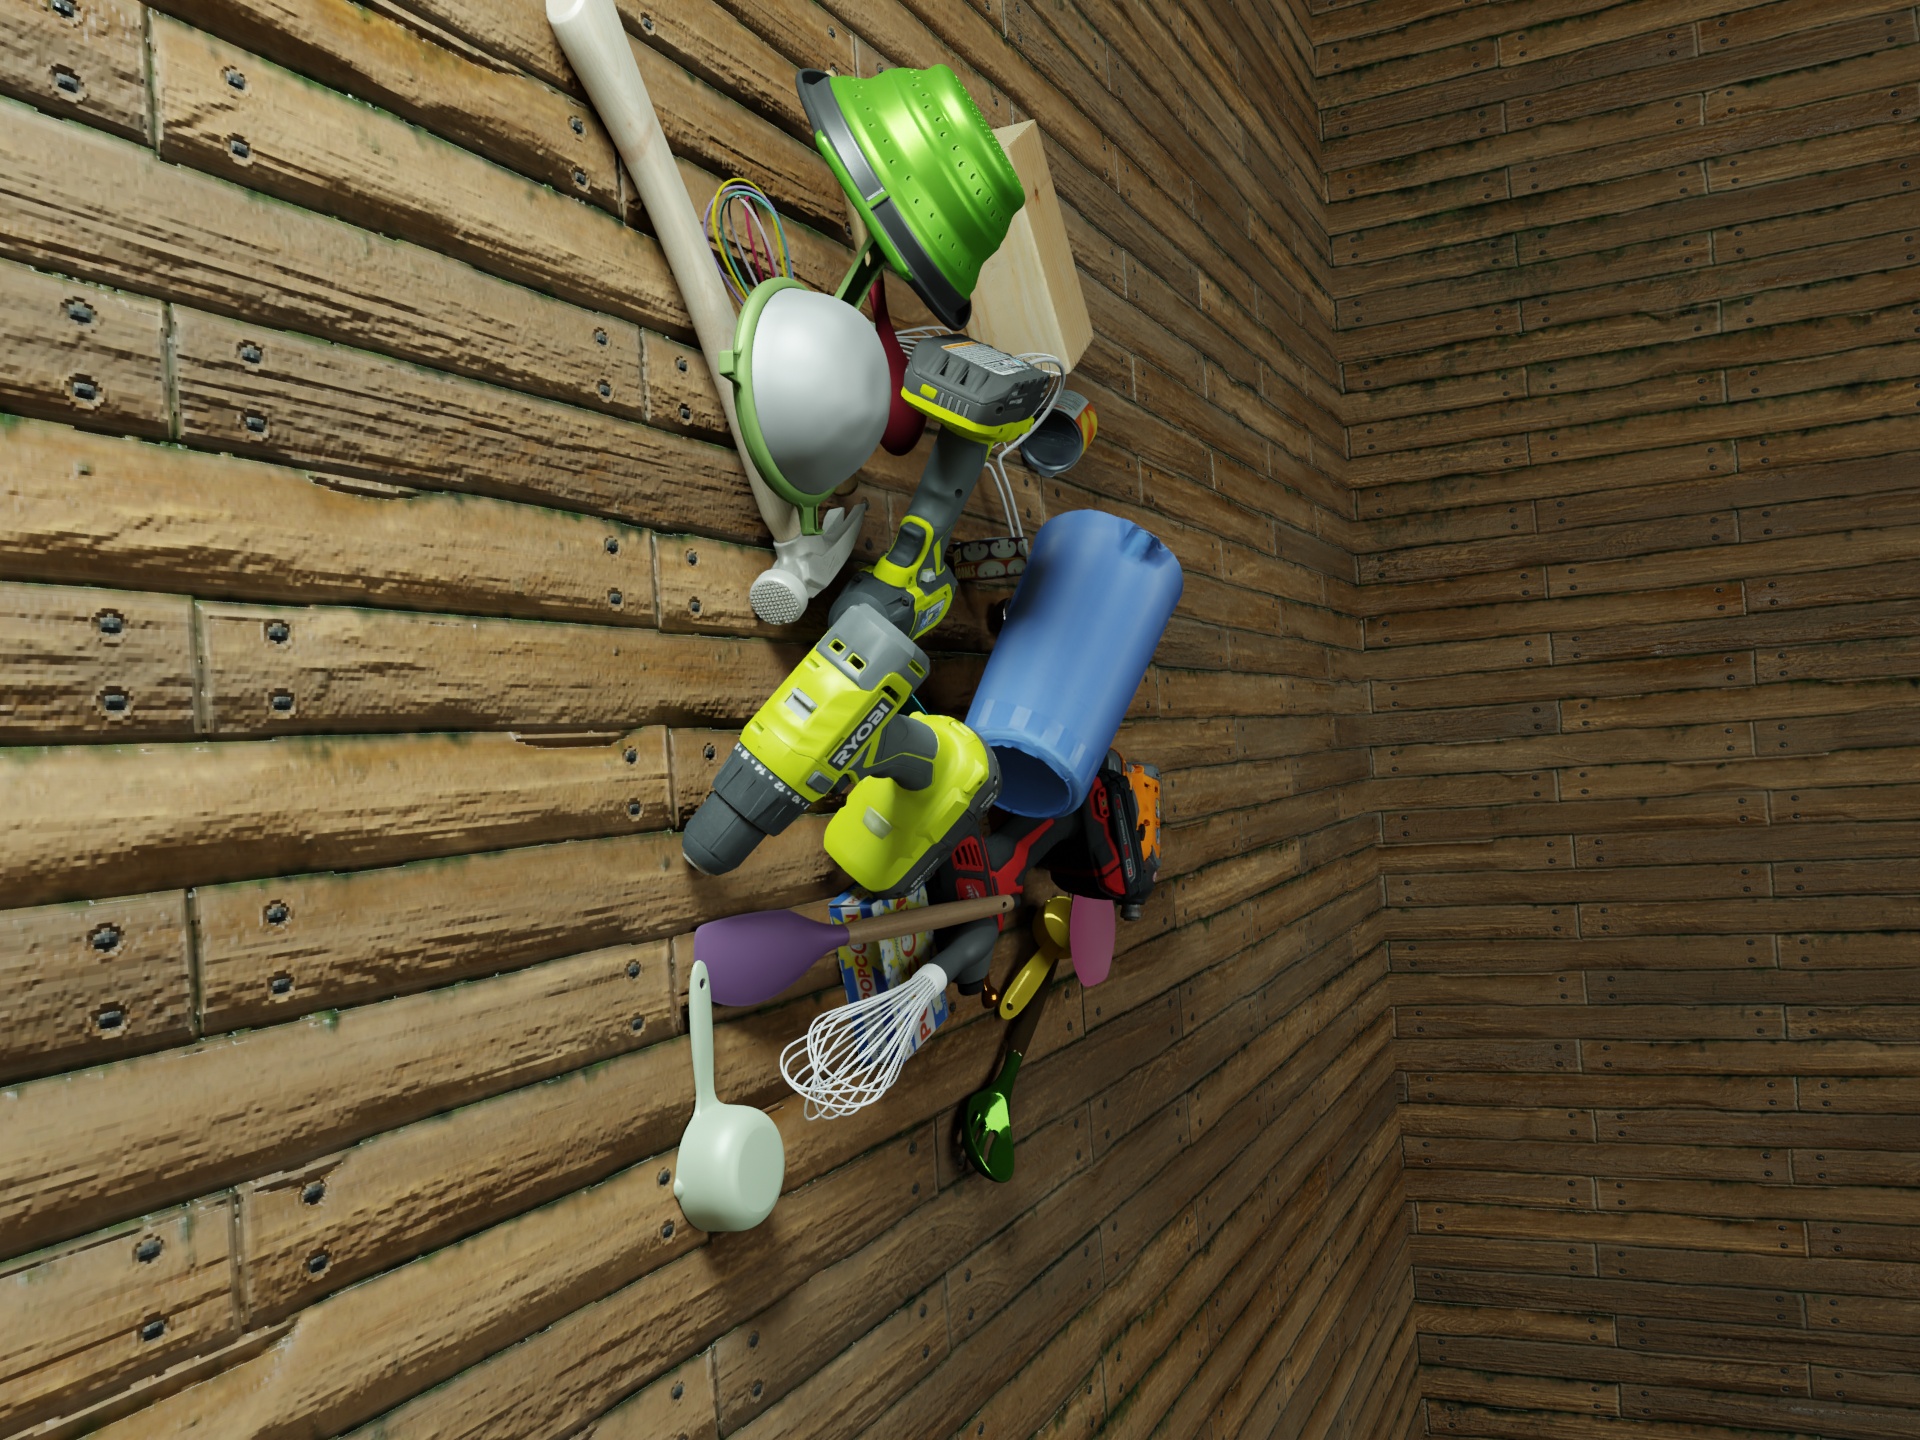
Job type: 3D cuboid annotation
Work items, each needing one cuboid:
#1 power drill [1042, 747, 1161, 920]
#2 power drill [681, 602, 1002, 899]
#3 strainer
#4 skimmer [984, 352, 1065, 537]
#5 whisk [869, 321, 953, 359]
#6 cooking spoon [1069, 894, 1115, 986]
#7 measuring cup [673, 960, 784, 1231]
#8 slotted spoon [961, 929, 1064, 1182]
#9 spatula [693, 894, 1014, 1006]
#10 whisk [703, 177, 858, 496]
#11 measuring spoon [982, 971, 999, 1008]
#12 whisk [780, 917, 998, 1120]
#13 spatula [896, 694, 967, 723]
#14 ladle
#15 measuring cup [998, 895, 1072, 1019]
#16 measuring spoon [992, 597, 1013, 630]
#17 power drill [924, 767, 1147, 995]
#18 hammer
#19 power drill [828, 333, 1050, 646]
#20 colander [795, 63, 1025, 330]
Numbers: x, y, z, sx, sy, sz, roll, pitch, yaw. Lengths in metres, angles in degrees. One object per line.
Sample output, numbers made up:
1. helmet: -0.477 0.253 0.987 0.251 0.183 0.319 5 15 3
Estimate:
1. power drill: 0.147 0.112 1.577 0.226 0.084 0.164 24 64 -67
2. power drill: -0.074 0.042 1.052 0.190 0.080 0.228 -50 152 -1
3. strainer: -0.070 -0.257 1.080 0.151 0.069 0.257 65 34 -42
4. skimmer: 0.071 -0.157 1.448 0.127 0.090 0.363 -31 122 -27
5. whisk: -0.062 -0.294 1.240 0.246 0.059 0.058 -4 117 -61
6. cooking spoon: 0.105 0.081 1.433 0.068 0.017 0.319 -9 95 -48
7. measuring cup: -0.141 0.230 0.973 0.083 0.038 0.167 -12 99 -65
8. slotted spoon: 0.055 0.281 1.405 0.070 0.031 0.314 54 33 -19
9. spatula: -0.064 0.148 1.103 0.315 0.018 0.060 -4 95 -50
10. whisk: -0.116 -0.264 1.120 0.047 0.051 0.244 -75 152 -47
11. measuring spoon: 0.020 0.191 1.365 0.021 0.011 0.117 -26 109 -64
12. whisk: -0.037 0.195 1.109 0.284 0.070 0.070 -33 115 -61
13. spatula: -0.002 -0.004 1.312 0.082 0.044 0.317 51 14 19
14. ladle: -0.069 -0.350 1.195 0.069 0.031 0.315 8 67 -57
15. measuring cup: 0.069 0.221 1.446 0.062 0.029 0.156 45 47 -3
16. measuring spoon: 0.047 -0.059 1.475 0.034 0.018 0.124 -60 145 -48
17. power drill: 0.052 0.128 1.311 0.219 0.078 0.143 -21 105 -41
18. hammer: -0.160 -0.272 1.033 0.146 0.038 0.410 -63 140 -51
19. power drill: -0.023 -0.153 1.130 0.223 0.080 0.171 -67 170 21
20. colander: -0.013 -0.410 1.180 0.204 0.094 0.397 56 14 -14
